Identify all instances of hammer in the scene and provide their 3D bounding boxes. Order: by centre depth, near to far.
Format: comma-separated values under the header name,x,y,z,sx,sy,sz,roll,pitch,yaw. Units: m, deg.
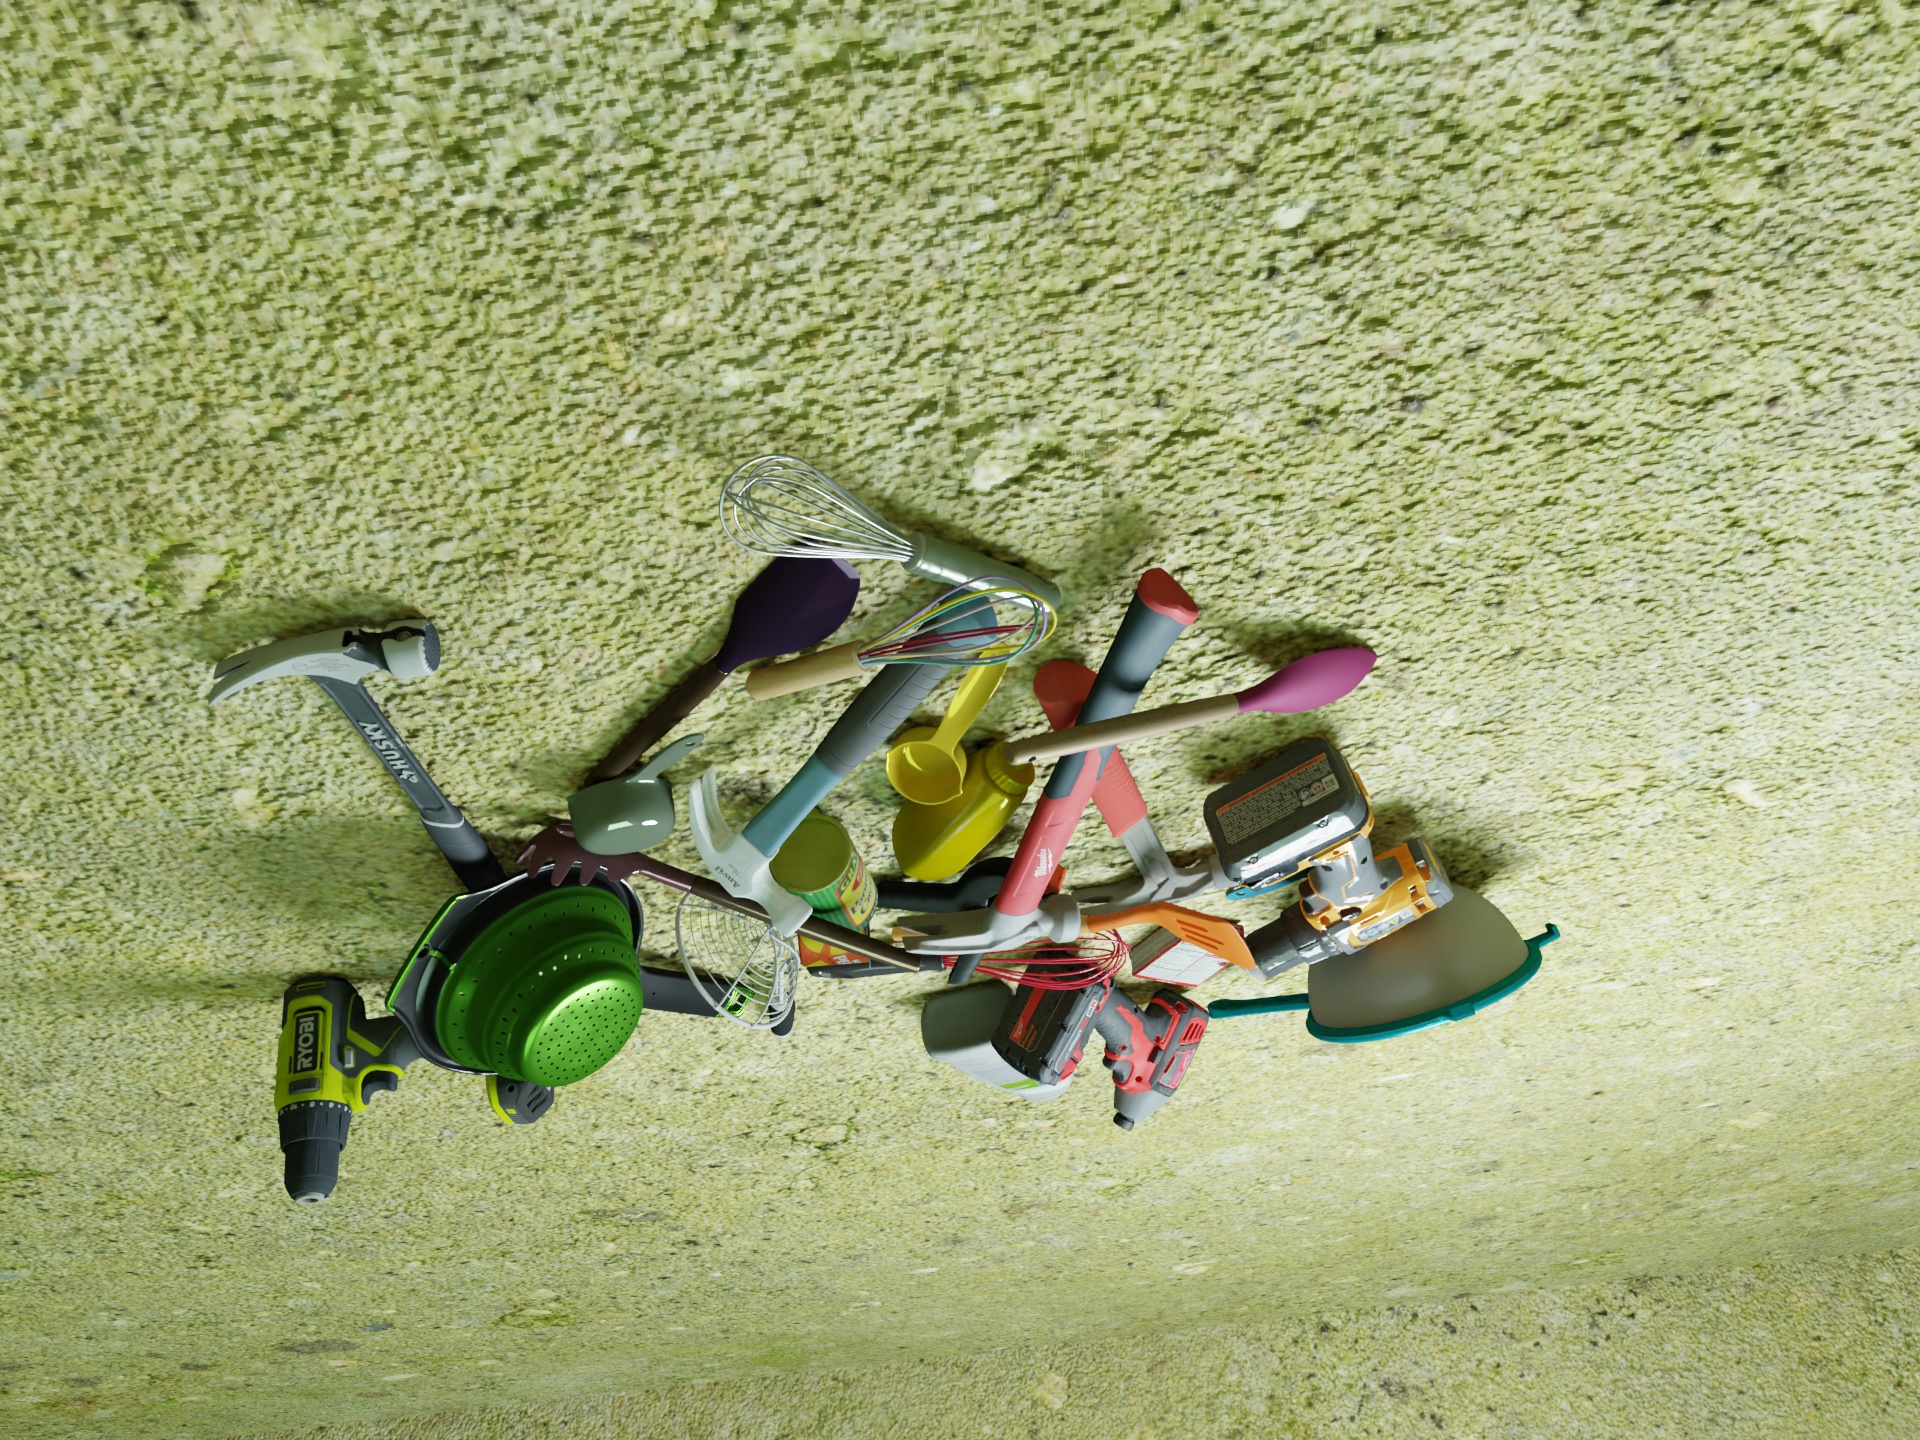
name,x,y,z,sx,sy,sz,roll,pitch,yaw
hammer,-0.080,0.021,1.093,0.128,0.033,0.331,42,125,-3
hammer,0.064,0.044,1.102,0.143,0.038,0.386,-2,140,-20
hammer,-0.386,0.061,1.145,0.149,0.036,0.408,-6,147,2
hammer,0.112,0.063,1.226,0.149,0.037,0.358,-15,146,13

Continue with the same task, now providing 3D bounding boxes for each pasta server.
name,x,y,z,sx,sy,sz,roll,pitch,yaw
pasta server,-0.181,0.141,1.215,0.316,0.060,0.040,21,104,-6

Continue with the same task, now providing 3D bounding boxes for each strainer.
name,x,y,z,sx,sy,sz,roll,pitch,yaw
strainer,0.347,0.213,1.439,0.340,0.095,0.211,-19,-178,45

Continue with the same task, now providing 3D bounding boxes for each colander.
name,x,y,z,sx,sy,sz,roll,pitch,yaw
colander,-0.277,0.236,1.313,0.204,0.095,0.396,-57,147,5

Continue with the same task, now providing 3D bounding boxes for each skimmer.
name,x,y,z,sx,sy,sz,roll,pitch,yaw
skimmer,-0.187,0.237,1.384,0.090,0.127,0.363,-21,160,-14

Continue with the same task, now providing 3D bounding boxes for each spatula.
name,x,y,z,sx,sy,sz,roll,pitch,yaw
spatula,-0.169,-0.024,1.059,0.059,0.018,0.316,39,131,-18
spatula,0.086,0.181,1.341,0.322,0.041,0.080,-6,142,24

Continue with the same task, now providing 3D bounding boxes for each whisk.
name,x,y,z,sx,sy,sz,roll,pitch,yaw
whisk,-0.035,-0.102,0.943,0.246,0.058,0.059,16,108,-36
whisk,-0.042,-0.042,0.997,0.245,0.051,0.047,-13,166,37
whisk,0.004,0.210,1.418,0.296,0.073,0.073,-5,148,12

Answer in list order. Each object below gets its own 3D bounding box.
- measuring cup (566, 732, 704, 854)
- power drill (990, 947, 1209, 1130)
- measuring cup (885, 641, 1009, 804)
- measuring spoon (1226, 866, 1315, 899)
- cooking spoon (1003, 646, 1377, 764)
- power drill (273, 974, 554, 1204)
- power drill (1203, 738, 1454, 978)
name,x,y,z,sx,sy,sz,roll,pitch,yaw
measuring cup,-0.221,0.055,1.131,0.083,0.038,0.167,1,156,-37
power drill,0.139,0.309,1.517,0.219,0.143,0.079,29,178,-41
measuring cup,-0.002,-0.004,1.117,0.062,0.029,0.156,29,125,-5
measuring spoon,0.278,0.130,1.379,0.042,0.021,0.128,23,146,-31
cooking spoon,0.160,-0.006,1.048,0.318,0.017,0.068,-11,146,-33
power drill,-0.473,0.305,1.368,0.228,0.191,0.080,-9,148,-3
power drill,0.275,0.125,1.274,0.185,0.084,0.226,-31,137,18
